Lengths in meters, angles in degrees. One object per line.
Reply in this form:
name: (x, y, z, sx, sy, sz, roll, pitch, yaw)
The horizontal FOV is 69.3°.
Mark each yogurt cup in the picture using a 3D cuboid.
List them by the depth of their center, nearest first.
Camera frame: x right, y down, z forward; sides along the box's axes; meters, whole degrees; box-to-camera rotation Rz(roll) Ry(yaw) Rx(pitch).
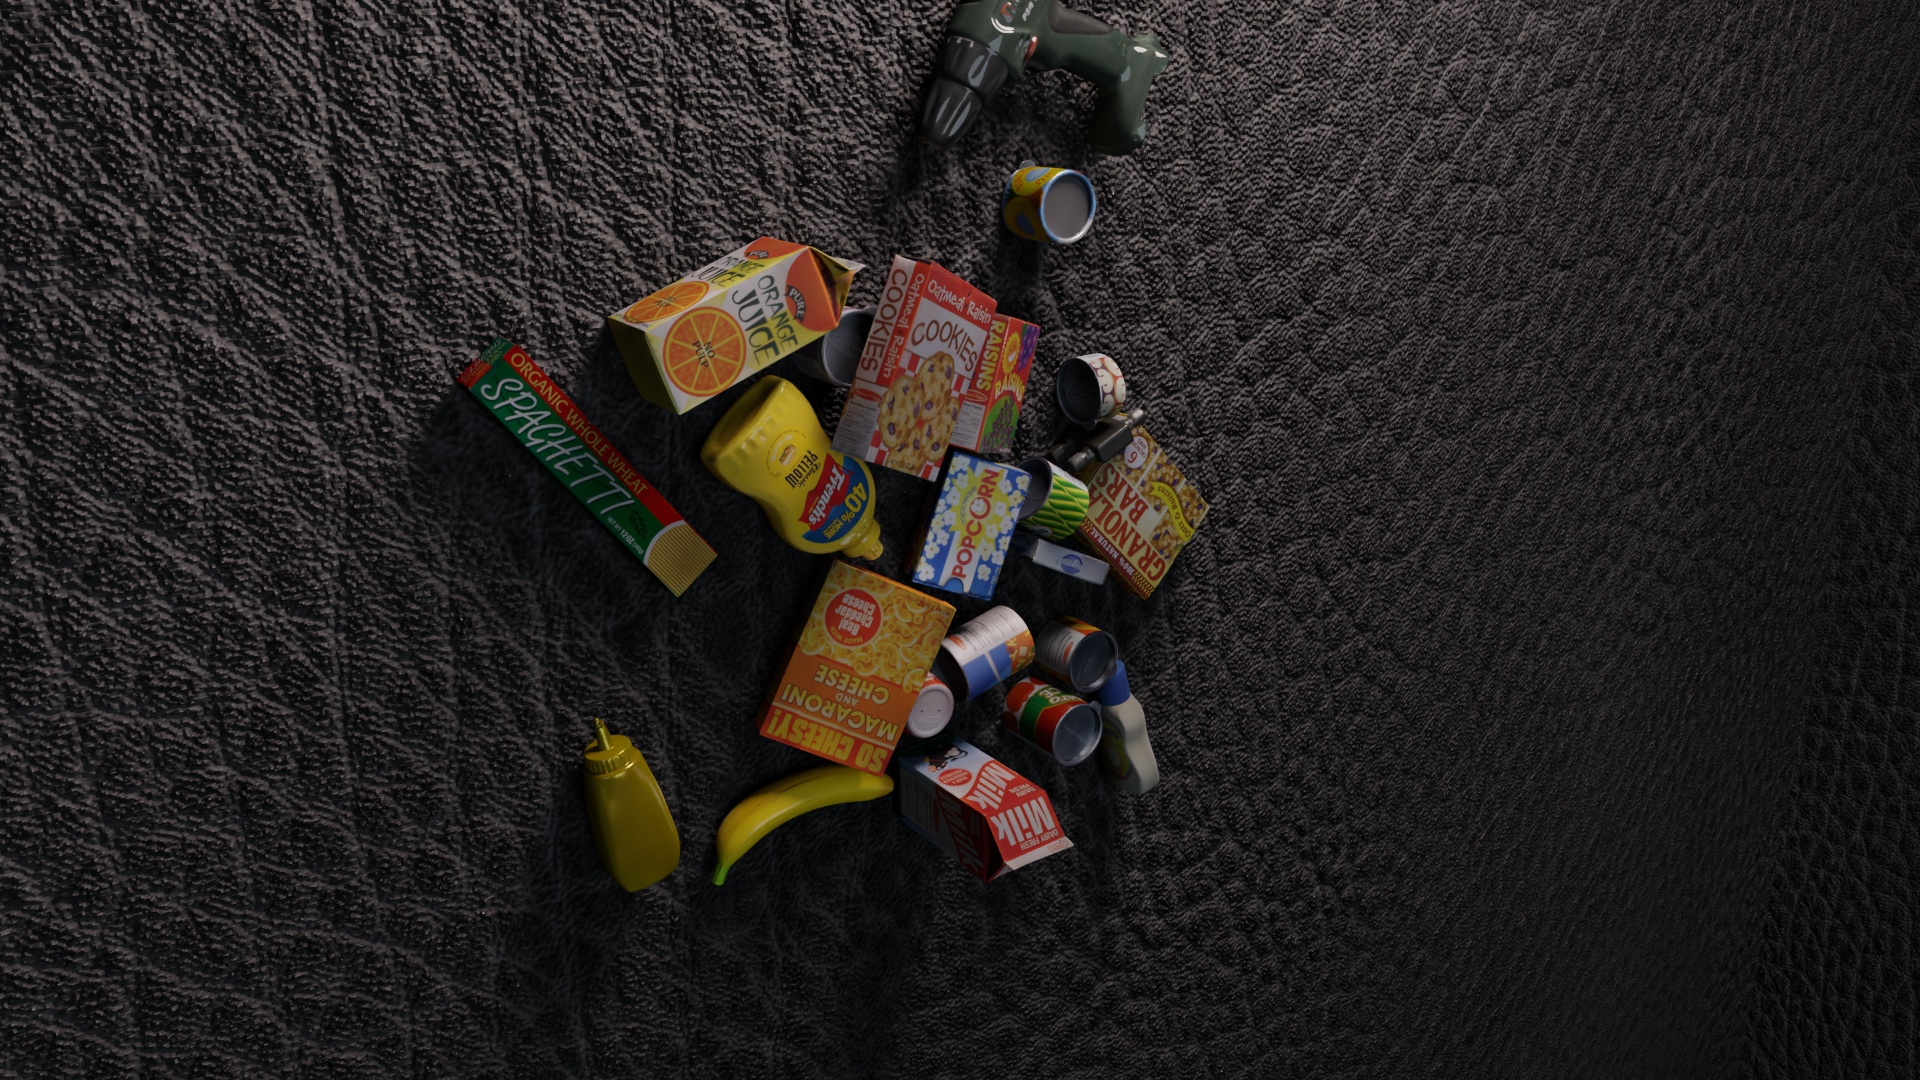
yogurt cup: (-0.043, 0.151, 1.308, 0.072, 0.054, 0.072, -13, 113, -34)

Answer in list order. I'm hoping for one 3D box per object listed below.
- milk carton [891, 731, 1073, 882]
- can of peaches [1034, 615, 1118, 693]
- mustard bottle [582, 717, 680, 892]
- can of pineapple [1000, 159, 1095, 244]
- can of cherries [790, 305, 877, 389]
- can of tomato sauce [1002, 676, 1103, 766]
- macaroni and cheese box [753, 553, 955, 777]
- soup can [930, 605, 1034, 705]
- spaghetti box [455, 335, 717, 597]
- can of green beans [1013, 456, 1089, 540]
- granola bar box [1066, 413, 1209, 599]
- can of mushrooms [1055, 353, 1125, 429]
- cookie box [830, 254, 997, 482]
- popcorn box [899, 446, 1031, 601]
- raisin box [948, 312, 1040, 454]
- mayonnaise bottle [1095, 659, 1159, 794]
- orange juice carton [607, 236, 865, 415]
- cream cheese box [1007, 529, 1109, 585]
milk carton: (0.018, 0.254, 1.299, 0.072, 0.191, 0.073, -15, 114, -33)
can of peaches: (0.118, 0.116, 1.418, 0.071, 0.058, 0.071, -13, 112, -35)
mustard bottle: (-0.279, 0.211, 1.149, 0.065, 0.049, 0.159, -24, 118, -30)
can of pineapple: (0.079, -0.303, 1.249, 0.071, 0.058, 0.070, -13, 112, -34)
can of cherries: (-0.100, -0.165, 1.156, 0.072, 0.058, 0.071, -12, 112, -33)
can of tomato sauce: (0.093, 0.180, 1.403, 0.071, 0.083, 0.071, -13, 113, -34)
macaroni and cheese box: (-0.094, 0.112, 1.240, 0.124, 0.040, 0.166, 24, 90, -18)
soup can: (0.020, 0.111, 1.336, 0.084, 0.071, 0.071, -27, 120, -28)
spaghetti box: (-0.283, -0.051, 1.072, 0.050, 0.029, 0.249, -49, 128, -15)
can of green beans: (0.081, -0.040, 1.332, 0.058, 0.071, 0.071, 28, 87, -40)
granola bar box: (0.173, -0.034, 1.423, 0.165, 0.039, 0.124, 43, 77, -38)
can of mushrooms: (0.125, -0.143, 1.331, 0.033, 0.071, 0.070, -16, 114, -35)
cookie box: (-0.036, -0.140, 1.157, 0.123, 0.040, 0.167, 14, 96, -63)
popcorn box: (0.005, -0.016, 1.288, 0.085, 0.038, 0.126, 16, 95, -27)
raisin box: (0.028, -0.142, 1.254, 0.086, 0.040, 0.123, -6, 111, -67)
mayonnaise bottle: (0.171, 0.198, 1.486, 0.041, 0.065, 0.147, -30, 117, -30)
orange juice carton: (-0.169, -0.180, 1.089, 0.193, 0.072, 0.072, -34, 123, -24)
cream cheese box: (0.093, 0.016, 1.368, 0.104, 0.053, 0.024, 19, 91, -40)
